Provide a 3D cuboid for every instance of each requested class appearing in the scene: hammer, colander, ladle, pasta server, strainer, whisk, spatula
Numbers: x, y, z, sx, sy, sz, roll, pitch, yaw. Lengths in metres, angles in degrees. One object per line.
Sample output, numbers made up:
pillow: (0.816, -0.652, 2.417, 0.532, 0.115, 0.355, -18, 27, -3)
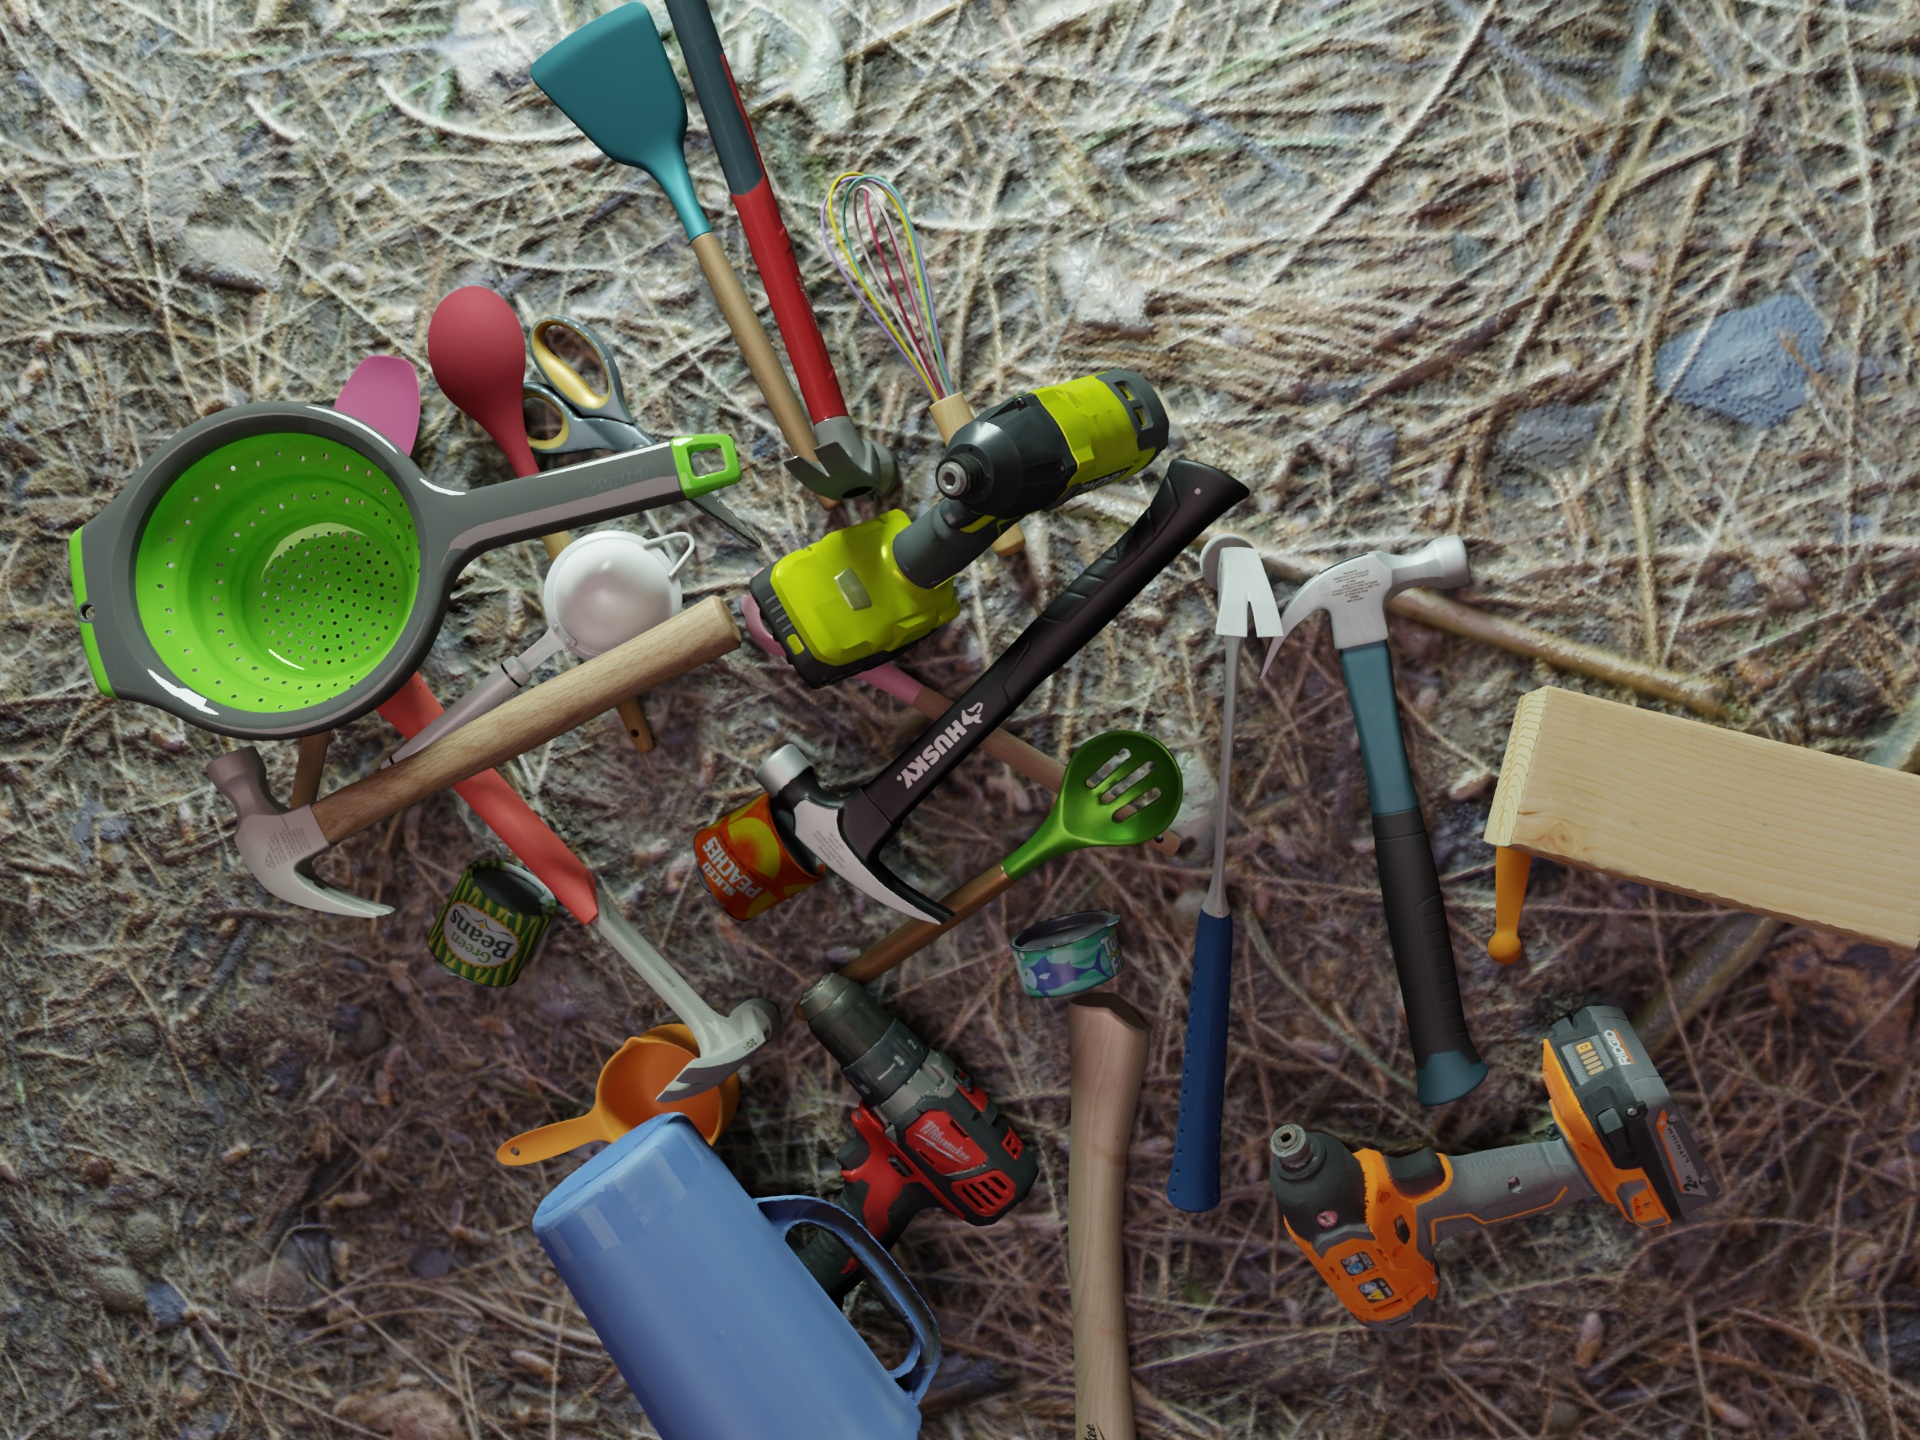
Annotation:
hammer: (0.150, 0.103, 0.930, 0.035, 0.144, 0.405, 2, 105, 4)
hammer: (-0.265, 0.091, 1.012, 0.359, 0.149, 0.036, 44, 102, 9)
colander: (-0.326, -0.105, 0.981, 0.397, 0.094, 0.204, -14, 83, -2)
ladle: (-0.262, -0.124, 1.016, 0.069, 0.031, 0.315, -18, 100, 18)
pasta server: (-0.002, -0.003, 0.990, 0.316, 0.040, 0.060, 30, 103, 2)
hammer: (0.038, -0.025, 0.934, 0.334, 0.035, 0.146, -44, 82, 12)
hammer: (-0.127, -0.315, 0.921, 0.038, 0.143, 0.386, -20, 90, 11)
hammer: (0.080, 0.377, 1.022, 0.146, 0.038, 0.410, 0, 98, 14)
hammer: (-0.284, 0.015, 0.961, 0.331, 0.031, 0.130, -26, 91, 4)
strainer: (-0.270, -0.035, 0.993, 0.258, 0.050, 0.087, -40, 89, -1)
whisk: (-0.015, -0.214, 0.954, 0.051, 0.047, 0.245, -21, 98, 26)
hammer: (0.260, 0.066, 0.937, 0.128, 0.033, 0.331, -11, 96, 13)
spatula: (-0.151, -0.272, 0.972, 0.082, 0.044, 0.317, -26, 93, 11)

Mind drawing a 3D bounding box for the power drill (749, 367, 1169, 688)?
power drill: (-0.010, -0.106, 0.872, 0.223, 0.171, 0.080, -33, 87, 41)

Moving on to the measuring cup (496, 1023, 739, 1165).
measuring cup: (-0.228, 0.260, 1.063, 0.173, 0.052, 0.095, -21, 93, 16)

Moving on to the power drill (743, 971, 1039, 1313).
power drill: (-0.087, 0.288, 1.020, 0.226, 0.080, 0.188, -42, 93, 11)

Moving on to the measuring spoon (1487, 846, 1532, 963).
measuring spoon: (0.326, 0.088, 0.937, 0.021, 0.011, 0.117, 5, 99, 11)

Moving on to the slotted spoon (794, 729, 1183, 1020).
slotted spoon: (0.010, 0.105, 0.988, 0.313, 0.031, 0.070, -37, 89, 22)

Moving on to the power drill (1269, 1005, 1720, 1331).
power drill: (0.292, 0.253, 0.908, 0.226, 0.084, 0.164, -28, 121, 15)

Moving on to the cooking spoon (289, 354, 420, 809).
cooking spoon: (-0.404, -0.082, 1.043, 0.069, 0.017, 0.319, 11, 90, 17)
